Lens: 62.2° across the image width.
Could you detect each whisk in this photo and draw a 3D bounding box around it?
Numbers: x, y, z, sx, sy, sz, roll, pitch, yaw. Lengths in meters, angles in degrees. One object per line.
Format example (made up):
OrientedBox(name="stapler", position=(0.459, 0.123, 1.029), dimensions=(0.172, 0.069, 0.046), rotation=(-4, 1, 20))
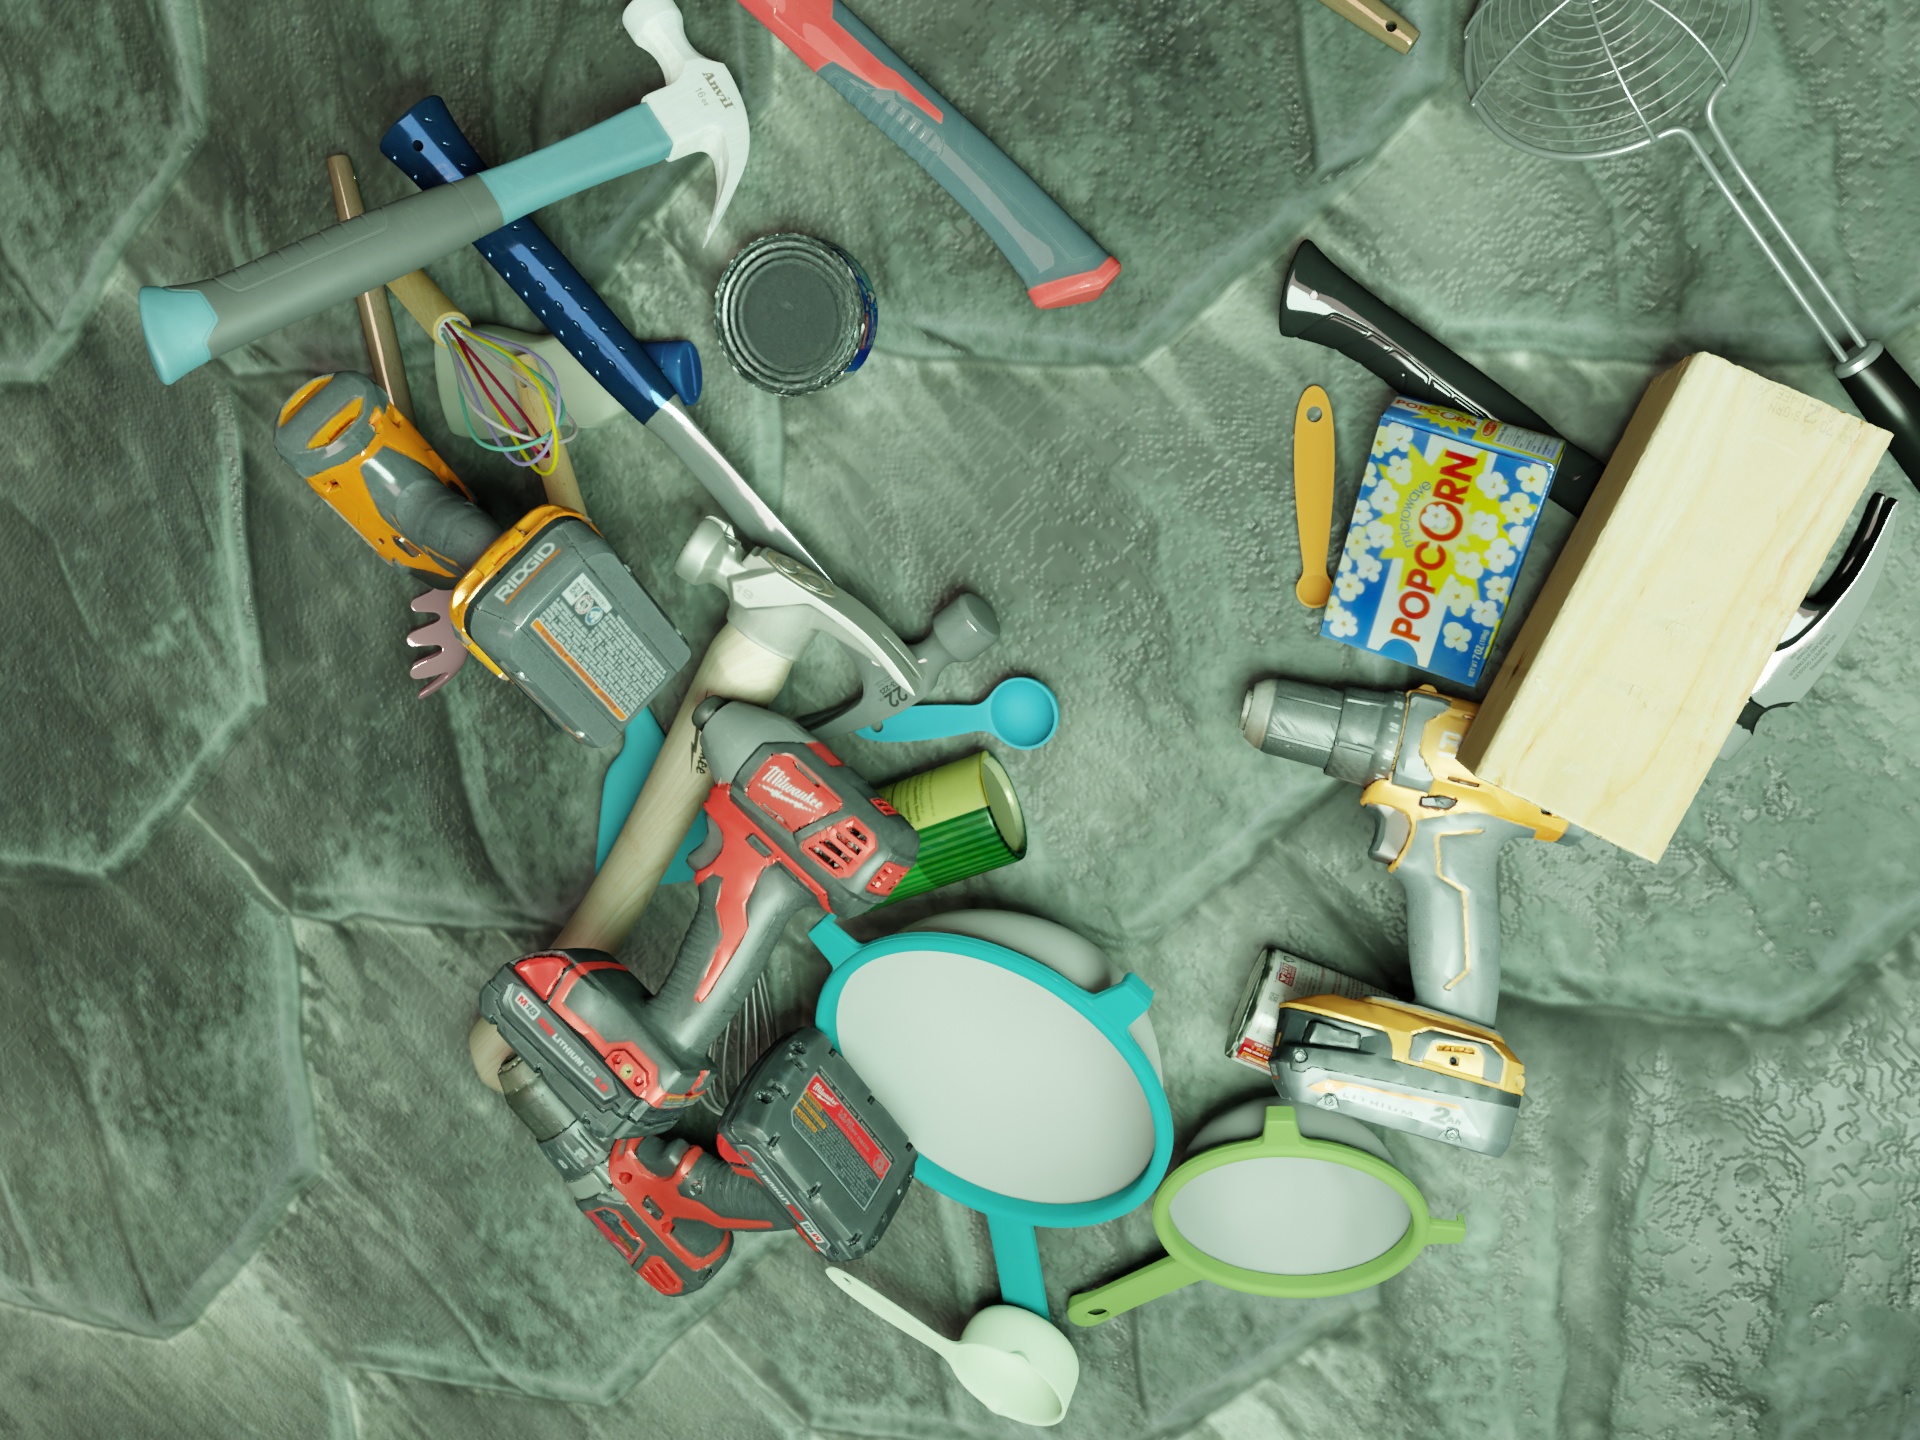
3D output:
OrientedBox(name="whisk", position=(-0.265, -0.196, 0.851), dimensions=(0.051, 0.047, 0.245), rotation=(-38, 49, -9))
OrientedBox(name="whisk", position=(-0.130, 0.135, 0.967), dimensions=(0.055, 0.055, 0.239), rotation=(8, 100, 11))

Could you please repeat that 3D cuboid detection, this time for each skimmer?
OrientedBox(name="skimmer", position=(0.383, -0.224, 0.759), dimensions=(0.127, 0.090, 0.363), rotation=(-39, 103, 16))

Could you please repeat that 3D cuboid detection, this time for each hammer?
OrientedBox(name="hammer", position=(-0.178, 0.082, 0.932), dimensions=(0.146, 0.038, 0.410), rotation=(33, 116, -4))
OrientedBox(name="hammer", position=(-0.059, -0.364, 0.818), dimensions=(0.386, 0.038, 0.143), rotation=(41, 92, -3))
OrientedBox(name="hammer", position=(0.301, -0.134, 0.799), dimensions=(0.335, 0.035, 0.146), rotation=(37, 110, 3))
OrientedBox(name="hammer", position=(-0.246, -0.253, 0.786), dimensions=(0.331, 0.033, 0.128), rotation=(-34, 90, -25))
OrientedBox(name="hammer", position=(-0.160, -0.157, 0.866), dimensions=(0.144, 0.035, 0.405), rotation=(-36, 102, 23))

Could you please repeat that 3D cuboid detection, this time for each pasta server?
OrientedBox(name="pasta server", position=(-0.338, -0.171, 0.941), dimensions=(0.040, 0.060, 0.316), rotation=(-13, 99, -16))

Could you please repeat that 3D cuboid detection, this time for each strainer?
OrientedBox(name="strainer", position=(0.039, 0.232, 0.934), dimensions=(0.211, 0.095, 0.340), rotation=(8, 127, 24))
OrientedBox(name="strainer", position=(0.153, 0.287, 0.932), dimensions=(0.151, 0.069, 0.256), rotation=(34, 129, -20))

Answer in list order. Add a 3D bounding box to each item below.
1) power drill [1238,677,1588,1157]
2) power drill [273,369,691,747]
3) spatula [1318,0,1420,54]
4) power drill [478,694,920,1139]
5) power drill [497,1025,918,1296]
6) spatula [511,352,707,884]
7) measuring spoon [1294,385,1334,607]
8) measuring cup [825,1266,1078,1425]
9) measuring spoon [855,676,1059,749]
OrientedBox(name="power drill", position=(0.218, 0.090, 0.819), dimensions=(0.185, 0.084, 0.226), rotation=(14, 79, 8))
OrientedBox(name="power drill", position=(-0.247, -0.080, 0.838), dimensions=(0.227, 0.164, 0.084), rotation=(34, 76, 31))
OrientedBox(name="spatula", position=(0.095, -0.425, 0.783), dimensions=(0.316, 0.018, 0.059), rotation=(37, 108, 3))
OrientedBox(name="power drill", position=(-0.139, 0.098, 0.834), dimensions=(0.143, 0.078, 0.219), rotation=(42, 92, 16))
OrientedBox(name="power drill", position=(-0.158, 0.248, 0.933), dimensions=(0.226, 0.080, 0.187), rotation=(-25, 109, 38))
OrientedBox(name="spatula", position=(-0.210, -0.053, 0.922), dimensions=(0.082, 0.044, 0.317), rotation=(-6, 112, 17))
OrientedBox(name="measuring spoon", position=(0.188, -0.118, 0.844), dimensions=(0.021, 0.011, 0.117), rotation=(0, 100, 16))
OrientedBox(name="measuring cup", position=(-0.004, 0.369, 0.976), dimensions=(0.168, 0.038, 0.083), rotation=(27, 136, 14))
OrientedBox(name="measuring spoon", position=(-0.001, -0.003, 0.917), dimensions=(0.128, 0.021, 0.042), rotation=(-5, 103, 24))
